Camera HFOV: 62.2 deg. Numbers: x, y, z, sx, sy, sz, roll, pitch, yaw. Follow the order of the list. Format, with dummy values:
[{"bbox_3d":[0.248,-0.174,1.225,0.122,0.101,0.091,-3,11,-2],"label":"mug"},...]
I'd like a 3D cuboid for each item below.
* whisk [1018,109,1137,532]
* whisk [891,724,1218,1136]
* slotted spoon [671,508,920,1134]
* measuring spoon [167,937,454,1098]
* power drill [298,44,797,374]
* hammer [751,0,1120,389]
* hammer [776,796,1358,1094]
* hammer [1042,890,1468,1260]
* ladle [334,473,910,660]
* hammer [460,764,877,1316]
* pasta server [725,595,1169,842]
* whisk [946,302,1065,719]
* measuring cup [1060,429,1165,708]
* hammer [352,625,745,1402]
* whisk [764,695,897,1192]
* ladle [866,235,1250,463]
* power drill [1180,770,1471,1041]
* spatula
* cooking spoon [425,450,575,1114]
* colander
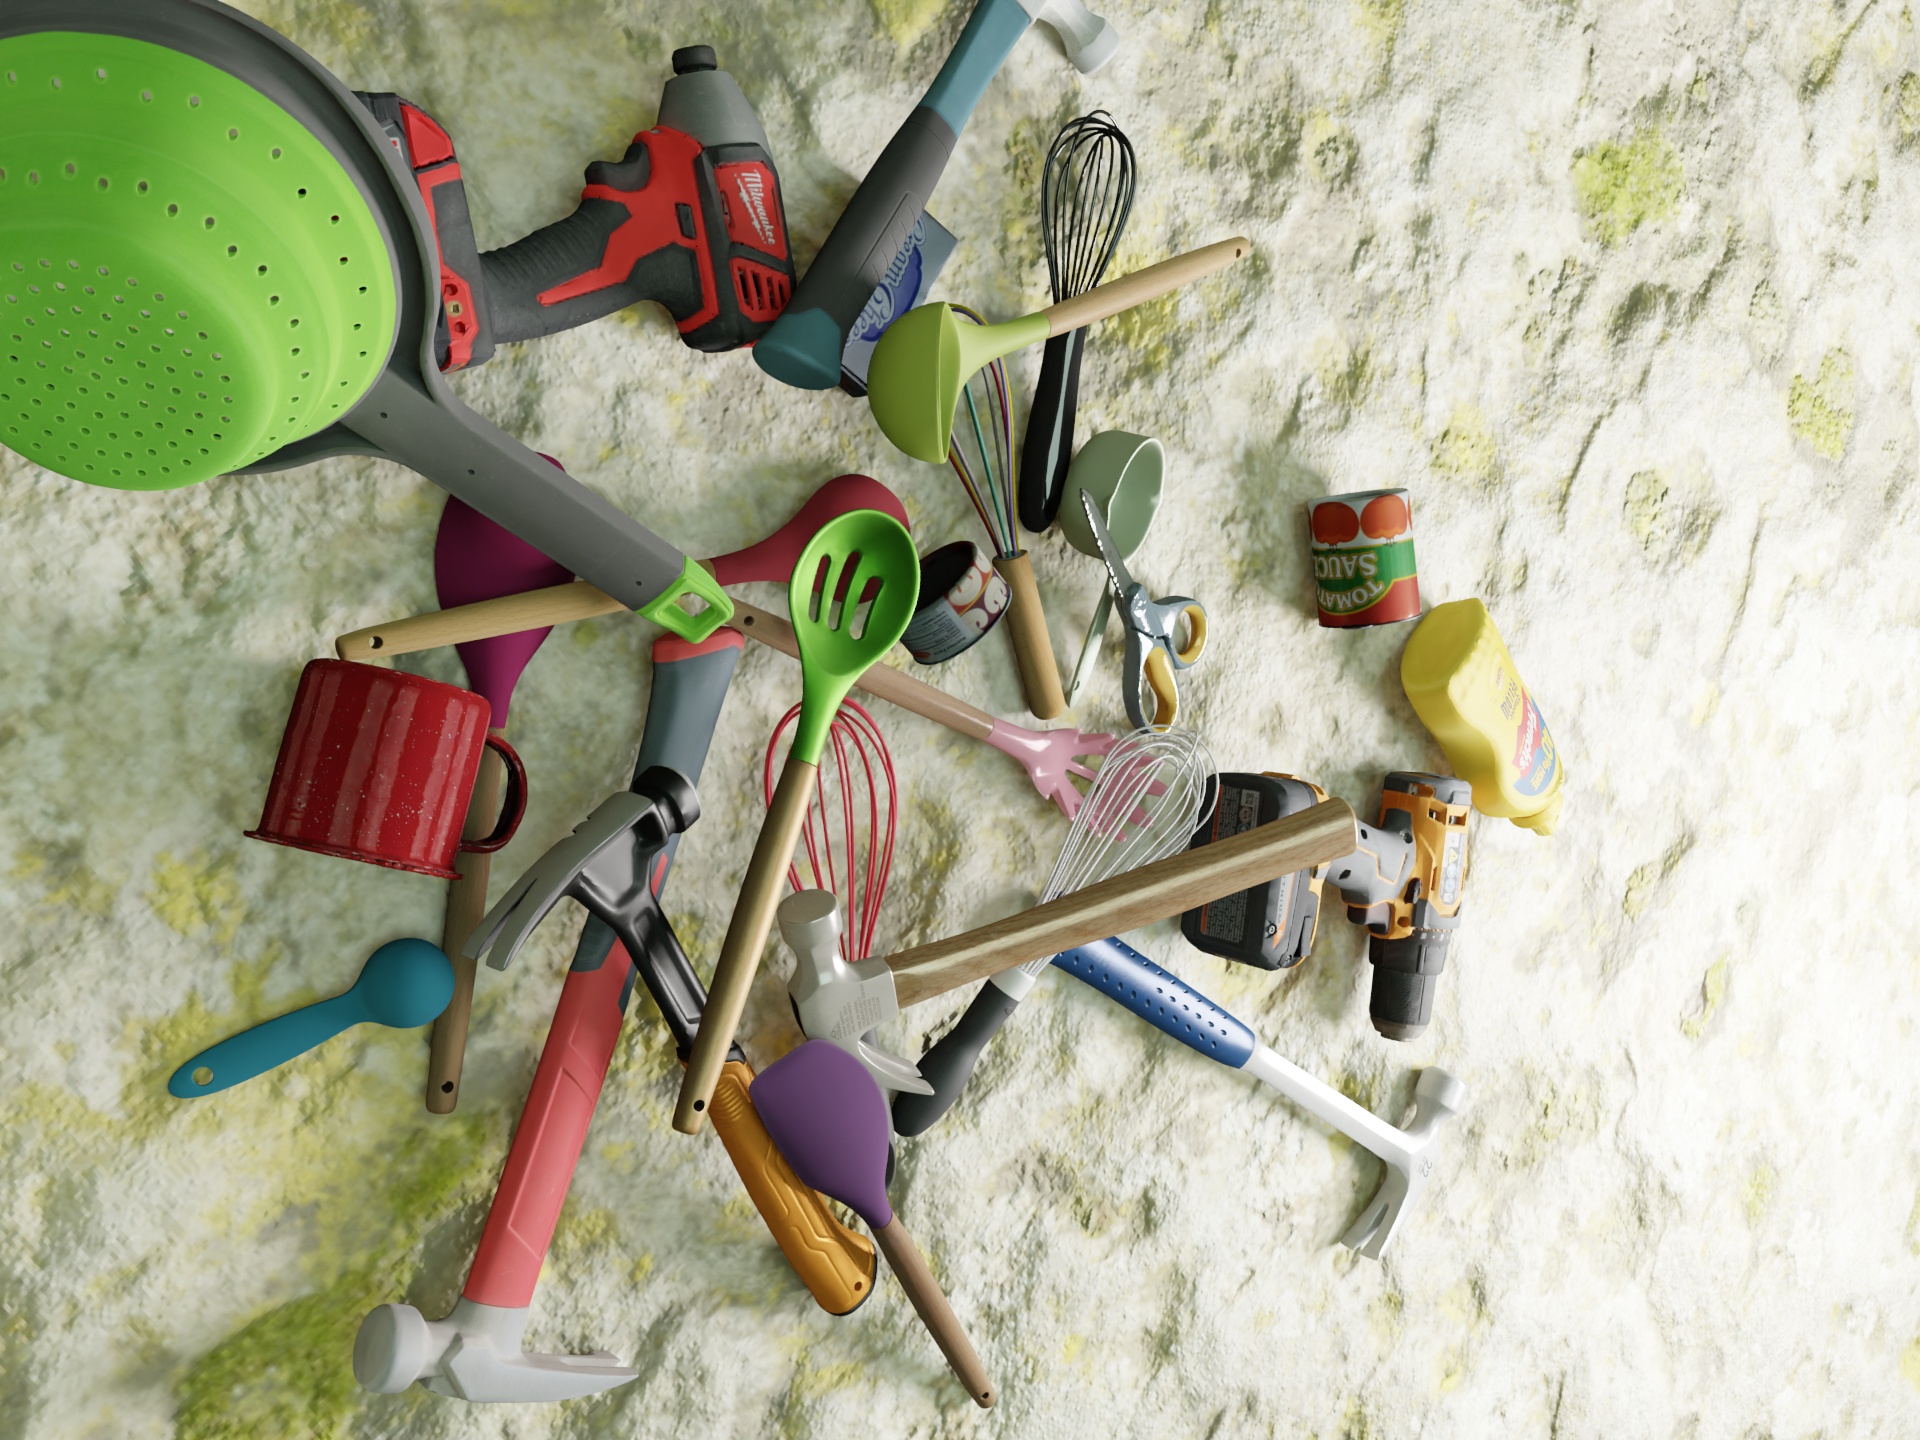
[{"bbox_3d":[0.060,-0.226,0.908,0.055,0.055,0.239,5,96,-34],"label":"whisk"},{"bbox_3d":[0.049,0.120,0.900,0.070,0.070,0.284,36,91,-31],"label":"whisk"},{"bbox_3d":[-0.087,0.044,0.773,0.070,0.031,0.314,24,75,-30],"label":"slotted spoon"},{"bbox_3d":[-0.290,0.138,0.715,0.128,0.021,0.042,-24,98,-21],"label":"measuring spoon"},{"bbox_3d":[-0.180,-0.235,0.732,0.219,0.079,0.143,-17,105,-34],"label":"power drill"},{"bbox_3d":[-0.018,-0.295,0.819,0.128,0.033,0.331,41,60,-28],"label":"hammer"},{"bbox_3d":[0.069,0.107,0.855,0.331,0.031,0.130,-17,118,-17],"label":"hammer"},{"bbox_3d":[0.190,0.226,1.041,0.405,0.035,0.144,35,75,-31],"label":"hammer"},{"bbox_3d":[-0.148,-0.069,0.784,0.315,0.031,0.069,-17,103,-34],"label":"ladle"},{"bbox_3d":[-0.121,0.190,0.797,0.127,0.034,0.336,-46,128,-35],"label":"hammer"},{"bbox_3d":[-0.001,-0.003,0.875,0.316,0.040,0.060,25,92,-39],"label":"pasta server"},{"bbox_3d":[0.019,-0.114,0.899,0.047,0.051,0.244,-19,110,-9],"label":"whisk"},{"bbox_3d":[0.075,-0.090,0.937,0.083,0.038,0.167,-18,127,-61],"label":"measuring cup"},{"bbox_3d":[-0.169,0.140,0.791,0.143,0.038,0.386,25,79,-42],"label":"hammer"},{"bbox_3d":[-0.060,0.128,0.857,0.073,0.073,0.295,-14,109,-32],"label":"whisk"},{"bbox_3d":[0.069,-0.216,0.852,0.320,0.062,0.078,-31,133,-38],"label":"ladle"},{"bbox_3d":[0.250,0.122,1.048,0.226,0.084,0.185,5,92,-38],"label":"power drill"},{"bbox_3d":[-0.033,0.286,0.871,0.060,0.018,0.315,-32,124,-15],"label":"spatula"},{"bbox_3d":[-0.227,0.029,0.758,0.068,0.017,0.319,7,90,-32],"label":"cooking spoon"},{"bbox_3d":[-0.246,-0.114,0.624,0.396,0.204,0.095,35,33,-35],"label":"colander"}]
